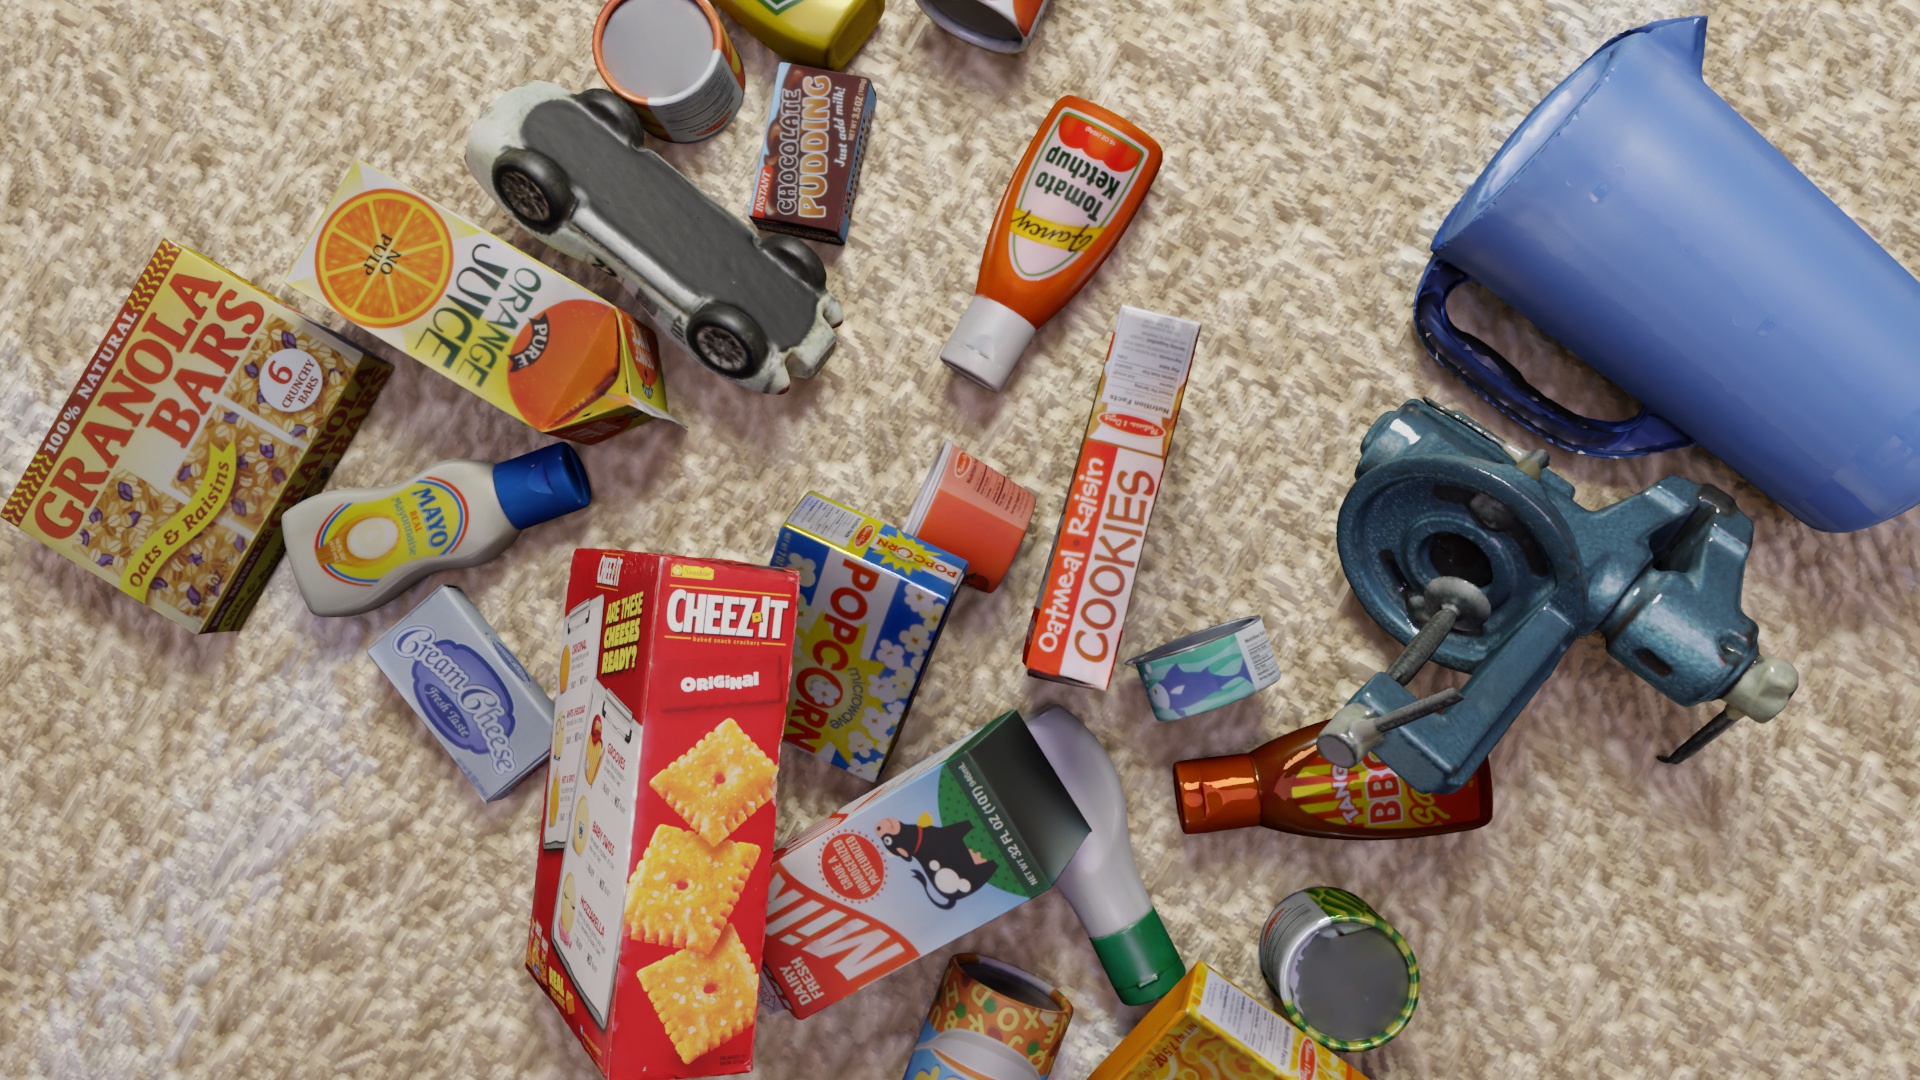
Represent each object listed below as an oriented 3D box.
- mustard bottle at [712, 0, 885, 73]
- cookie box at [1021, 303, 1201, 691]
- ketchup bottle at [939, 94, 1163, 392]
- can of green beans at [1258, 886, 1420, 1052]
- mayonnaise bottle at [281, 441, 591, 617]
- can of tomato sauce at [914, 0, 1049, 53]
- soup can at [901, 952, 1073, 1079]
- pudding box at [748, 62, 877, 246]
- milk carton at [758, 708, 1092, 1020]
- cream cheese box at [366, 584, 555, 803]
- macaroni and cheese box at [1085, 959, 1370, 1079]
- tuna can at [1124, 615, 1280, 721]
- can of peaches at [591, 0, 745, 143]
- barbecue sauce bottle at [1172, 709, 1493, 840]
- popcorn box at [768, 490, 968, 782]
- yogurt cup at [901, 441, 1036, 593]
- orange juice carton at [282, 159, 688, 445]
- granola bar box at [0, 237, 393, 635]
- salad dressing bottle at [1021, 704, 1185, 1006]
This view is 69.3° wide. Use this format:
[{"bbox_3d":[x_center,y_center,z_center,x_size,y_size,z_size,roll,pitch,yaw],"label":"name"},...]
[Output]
[{"bbox_3d":[-0.117,-0.308,0.718,0.160,0.049,0.065,35,86,3],"label":"mustard bottle"},{"bbox_3d":[0.068,-0.016,0.659,0.040,0.123,0.167,15,88,4],"label":"cookie box"},{"bbox_3d":[0.041,-0.147,0.707,0.065,0.043,0.149,30,89,3],"label":"ketchup bottle"},{"bbox_3d":[0.183,0.207,0.675,0.071,0.058,0.071,0,87,2],"label":"can of green beans"},{"bbox_3d":[-0.266,-0.011,0.712,0.148,0.041,0.065,-19,87,2],"label":"mayonnaise bottle"},{"bbox_3d":[0.020,-0.302,0.703,0.071,0.071,0.083,23,89,3],"label":"can of tomato sauce"},{"bbox_3d":[0.010,0.253,0.672,0.071,0.071,0.084,21,88,3],"label":"soup can"},{"bbox_3d":[-0.077,-0.200,0.720,0.050,0.030,0.083,12,87,4],"label":"pudding box"},{"bbox_3d":[-0.040,0.162,0.663,0.190,0.073,0.072,-33,87,22],"label":"milk carton"},{"bbox_3d":[-0.251,0.079,0.715,0.053,0.024,0.104,-40,86,-1],"label":"cream cheese box"},{"bbox_3d":[0.145,0.292,0.655,0.166,0.040,0.123,35,119,3],"label":"macaroni and cheese box"},{"bbox_3d":[0.119,0.063,0.682,0.071,0.071,0.033,-20,88,1],"label":"tuna can"},{"bbox_3d":[-0.150,-0.246,0.712,0.071,0.058,0.071,0,88,2],"label":"can of peaches"},{"bbox_3d":[0.182,0.119,0.687,0.148,0.043,0.065,-7,88,2],"label":"barbecue sauce bottle"},{"bbox_3d":[-0.057,0.048,0.671,0.085,0.038,0.126,24,124,3],"label":"popcorn box"},{"bbox_3d":[0.002,-0.009,0.692,0.054,0.072,0.072,25,89,-5],"label":"yogurt cup"},{"bbox_3d":[-0.227,-0.107,0.700,0.193,0.072,0.073,30,90,4],"label":"orange juice carton"},{"bbox_3d":[-0.394,-0.053,0.720,0.124,0.039,0.165,30,89,3],"label":"granola bar box"},{"bbox_3d":[0.063,0.156,0.690,0.064,0.044,0.147,-27,87,3],"label":"salad dressing bottle"}]
